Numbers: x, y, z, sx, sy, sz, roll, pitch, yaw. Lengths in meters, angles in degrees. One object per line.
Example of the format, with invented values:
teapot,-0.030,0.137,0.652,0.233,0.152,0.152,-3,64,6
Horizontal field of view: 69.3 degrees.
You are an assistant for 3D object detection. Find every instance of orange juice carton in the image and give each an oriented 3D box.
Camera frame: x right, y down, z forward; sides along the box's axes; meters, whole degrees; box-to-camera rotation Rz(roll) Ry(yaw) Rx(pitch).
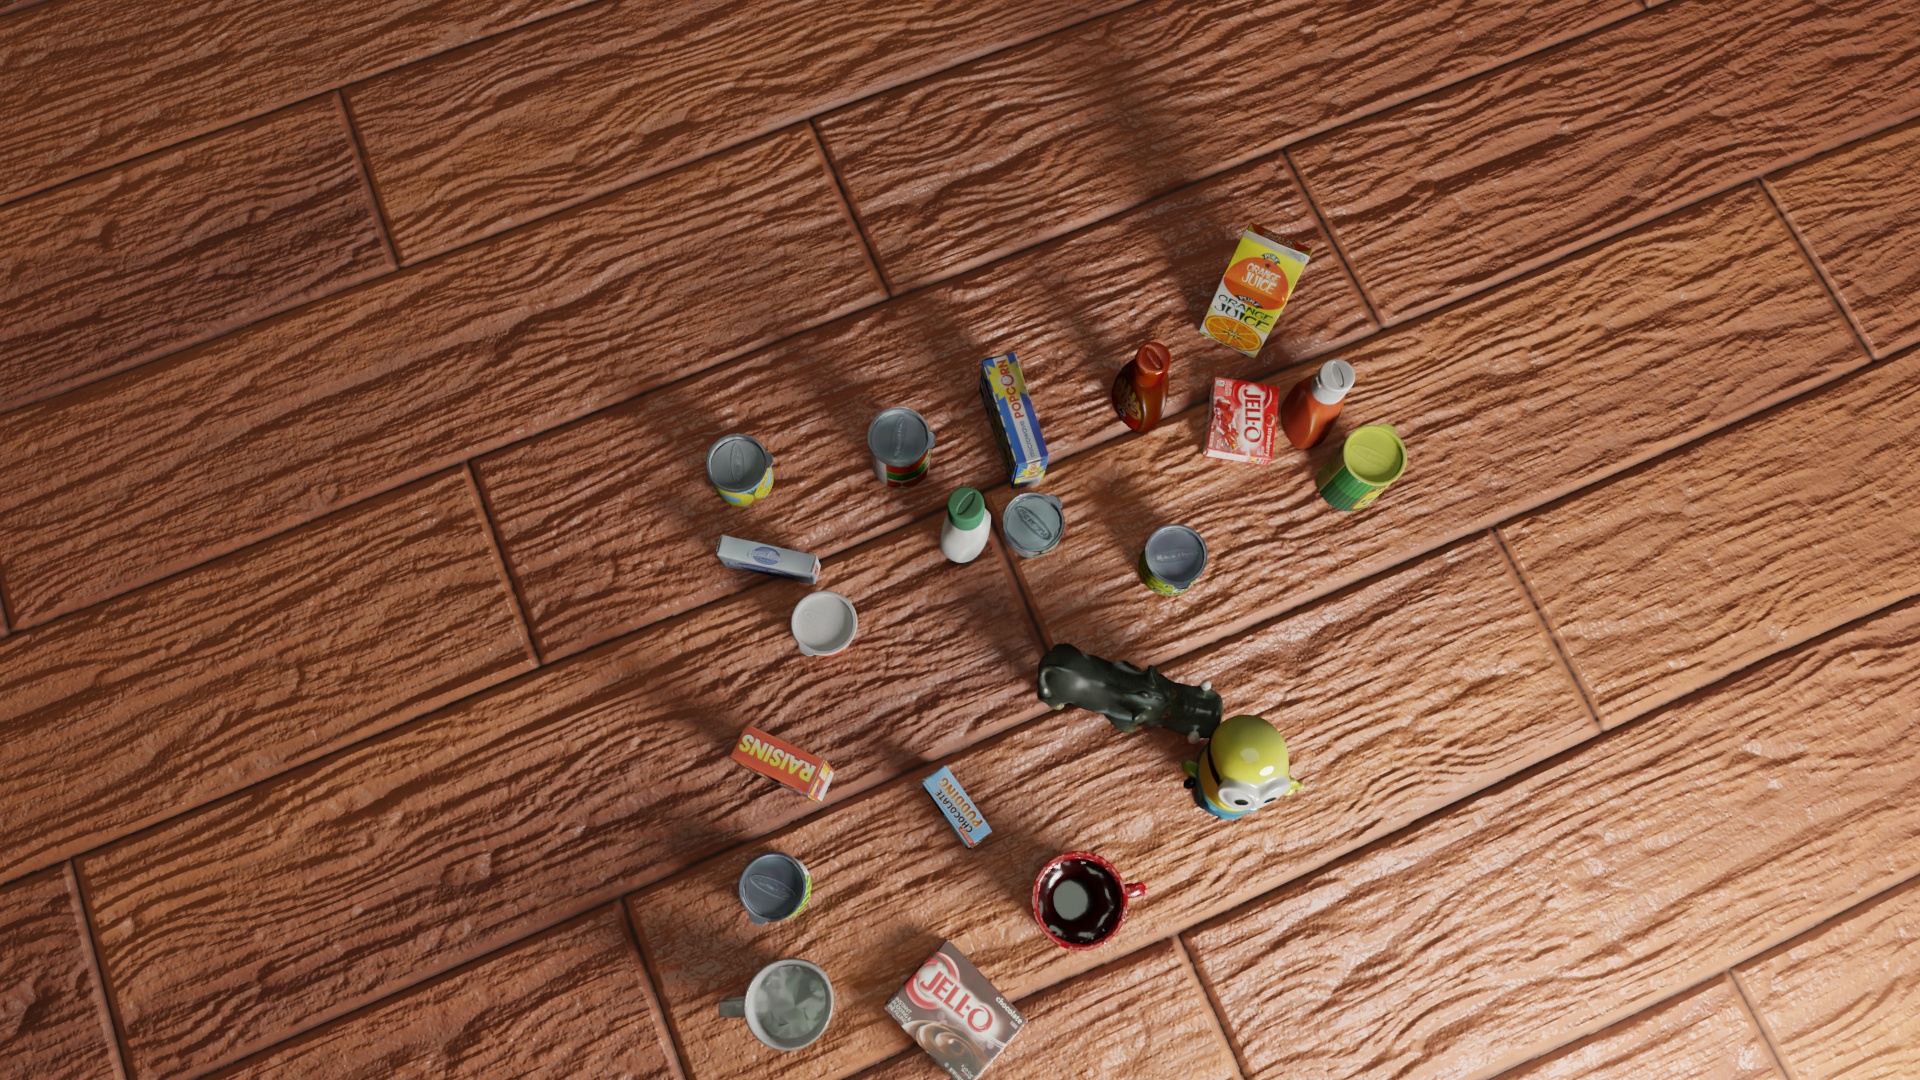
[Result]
orange juice carton,0.317,-0.274,1.486,0.072,0.192,0.073,26,76,6

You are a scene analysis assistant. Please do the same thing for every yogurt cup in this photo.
yogurt cup,-0.140,0.091,1.449,0.072,0.053,0.072,0,75,-1

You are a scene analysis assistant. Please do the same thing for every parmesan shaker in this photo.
parmesan shaker,0.428,-0.077,1.480,0.071,0.103,0.071,0,75,-1

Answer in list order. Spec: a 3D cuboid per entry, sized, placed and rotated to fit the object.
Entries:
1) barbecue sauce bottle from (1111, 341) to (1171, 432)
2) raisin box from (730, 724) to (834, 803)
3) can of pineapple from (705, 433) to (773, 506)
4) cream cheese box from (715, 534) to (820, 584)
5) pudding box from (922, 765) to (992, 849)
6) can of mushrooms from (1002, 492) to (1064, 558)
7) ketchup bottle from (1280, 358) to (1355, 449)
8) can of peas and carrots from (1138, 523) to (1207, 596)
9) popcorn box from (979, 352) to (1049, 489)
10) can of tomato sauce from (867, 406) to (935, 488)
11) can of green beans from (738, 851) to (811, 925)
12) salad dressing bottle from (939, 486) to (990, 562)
barbecue sauce bottle,0.195,-0.167,1.478,0.044,0.148,0.065,-30,77,-8
raisin box,-0.175,0.223,1.376,0.086,0.123,0.040,25,76,6
can of pineapple,-0.234,-0.074,1.491,0.071,0.057,0.071,0,75,-1
cream cheese box,-0.202,0.021,1.468,0.104,0.053,0.024,12,75,2
pudding box,-0.004,0.270,1.404,0.030,0.049,0.084,-35,78,-9
can of mushrooms,0.080,-0.017,1.494,0.071,0.033,0.071,0,75,-1
ketchup bottle,0.380,-0.148,1.475,0.043,0.148,0.065,-13,76,-4
can of peas and carrots,0.225,0.024,1.472,0.071,0.058,0.071,0,75,-1
popcorn box,0.057,-0.128,1.497,0.038,0.085,0.127,-16,76,-5
can of tomato sauce,-0.063,-0.098,1.488,0.071,0.083,0.071,0,75,-1
can of green beans,-0.183,0.344,1.377,0.071,0.057,0.071,0,75,-1
salad dressing bottle,0.005,-0.018,1.434,0.044,0.147,0.064,35,77,8
